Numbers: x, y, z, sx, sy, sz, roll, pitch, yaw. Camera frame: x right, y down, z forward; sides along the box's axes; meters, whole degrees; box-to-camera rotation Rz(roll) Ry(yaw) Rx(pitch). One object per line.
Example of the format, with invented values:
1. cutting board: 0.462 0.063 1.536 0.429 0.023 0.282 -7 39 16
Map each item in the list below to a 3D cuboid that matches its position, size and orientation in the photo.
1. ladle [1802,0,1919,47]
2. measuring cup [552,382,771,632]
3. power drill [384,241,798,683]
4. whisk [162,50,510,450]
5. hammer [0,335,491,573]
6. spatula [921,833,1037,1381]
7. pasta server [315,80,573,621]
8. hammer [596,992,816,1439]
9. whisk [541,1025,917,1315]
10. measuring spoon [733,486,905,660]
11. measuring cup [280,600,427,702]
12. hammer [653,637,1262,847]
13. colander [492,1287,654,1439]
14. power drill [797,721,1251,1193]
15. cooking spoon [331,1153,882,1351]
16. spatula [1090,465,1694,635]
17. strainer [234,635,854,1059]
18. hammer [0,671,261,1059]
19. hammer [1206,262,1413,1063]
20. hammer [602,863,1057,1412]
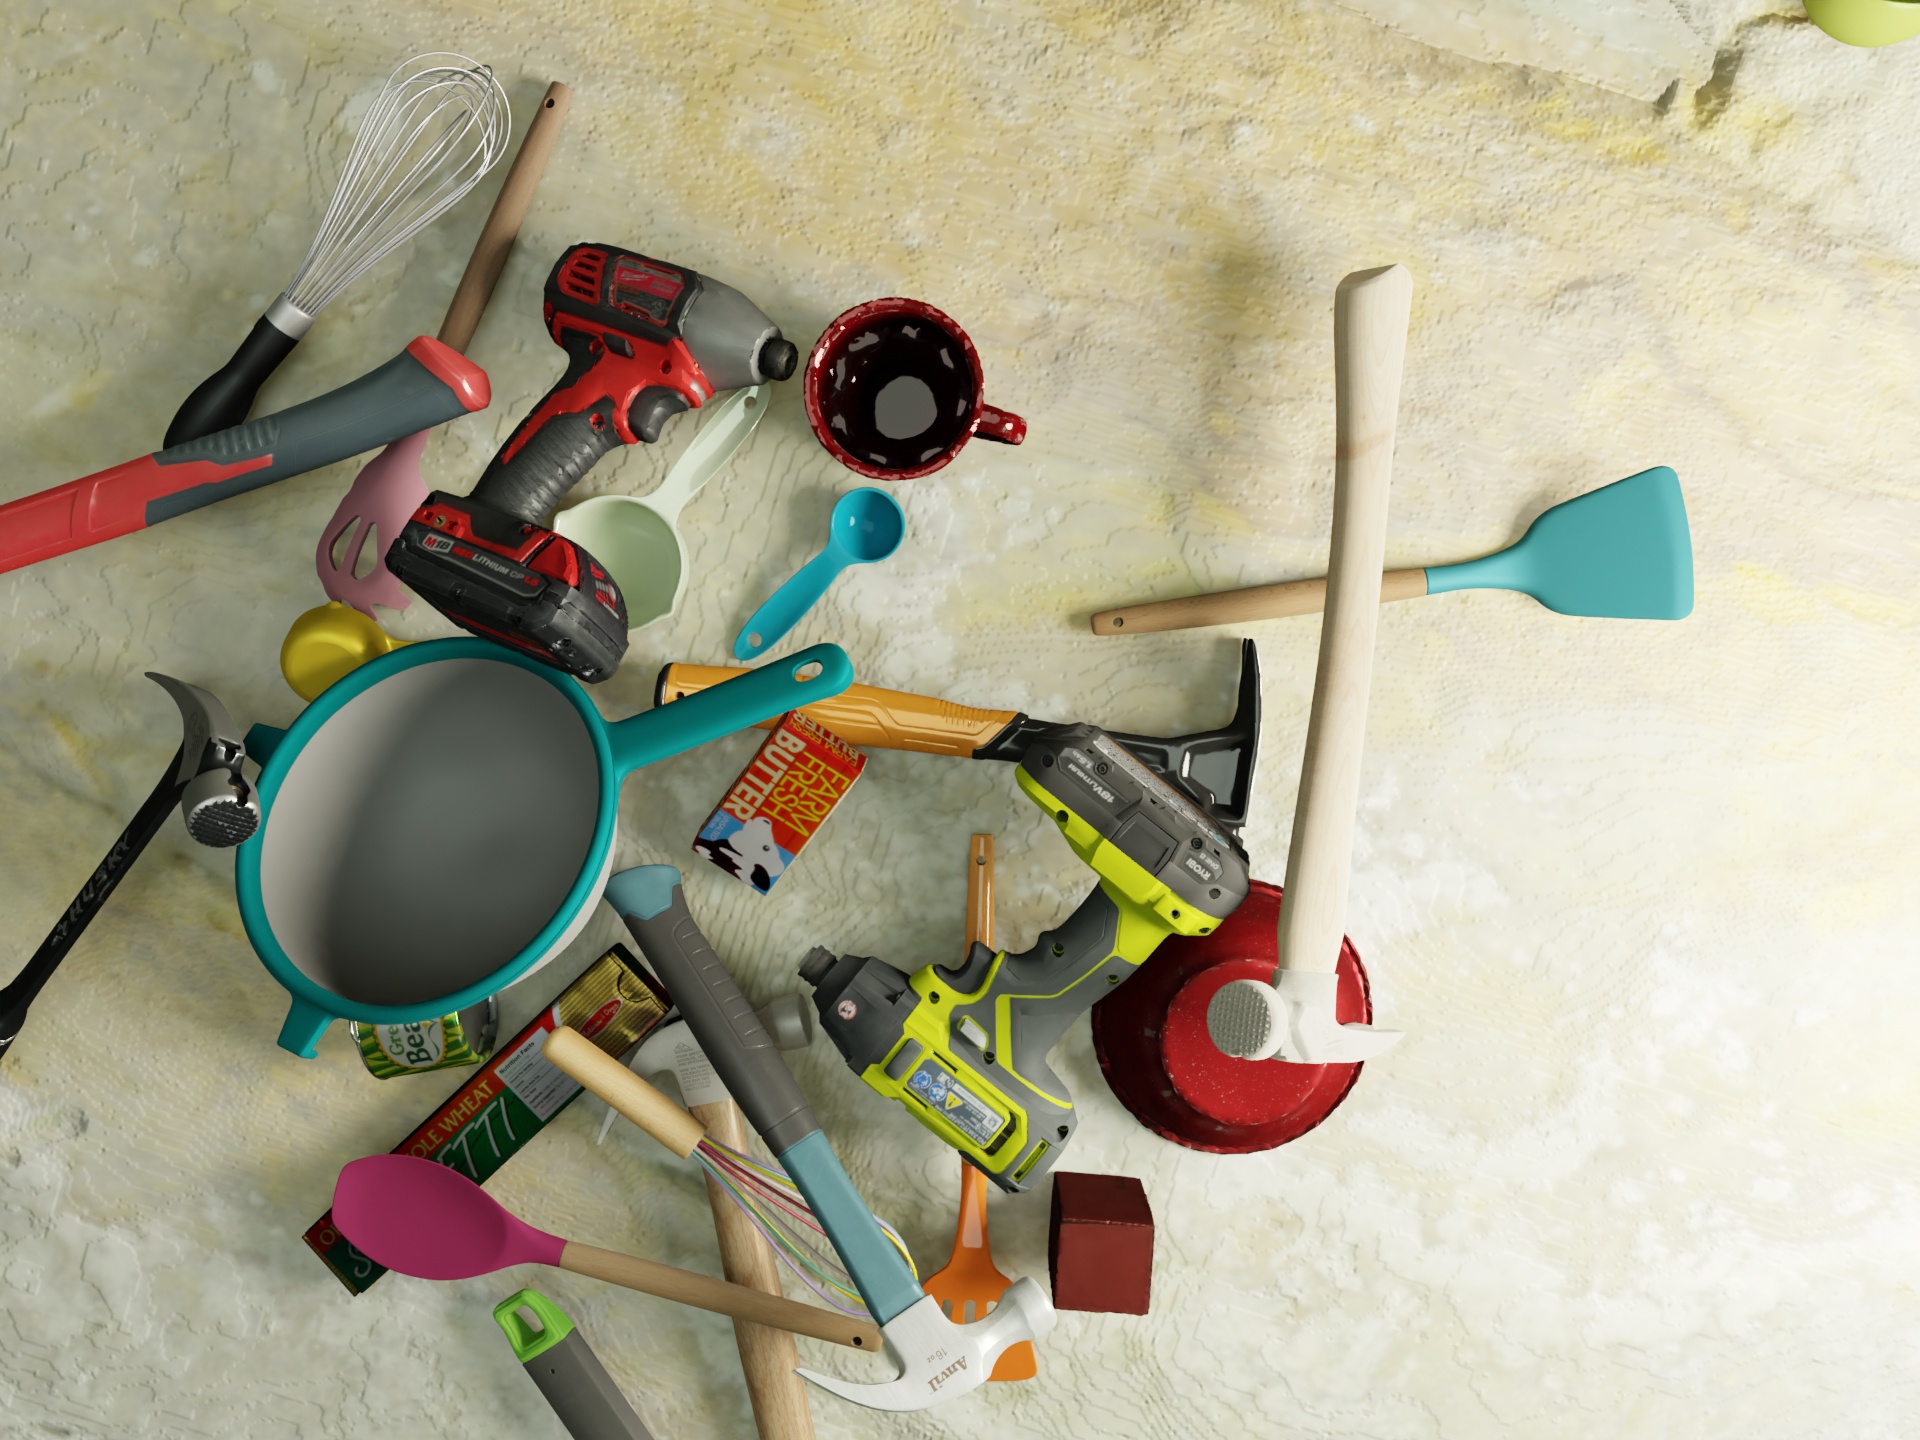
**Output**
1. ladle: 0.489 -0.509 0.824 0.078 0.062 0.320 6 92 1
2. measuring cup: -0.159 -0.120 0.881 0.083 0.038 0.167 40 92 -1
3. power drill: -0.184 -0.139 0.825 0.143 0.078 0.220 21 76 18
4. whisk: -0.346 -0.246 0.870 0.070 0.070 0.284 43 100 -2
5. hammer: -0.432 -0.111 0.864 0.386 0.038 0.143 -16 102 8
6. spatula: 0.008 0.226 0.910 0.081 0.041 0.322 2 90 2
7. pasta server: -0.282 -0.205 0.884 0.060 0.040 0.316 24 91 0
8. hammer: -0.121 0.328 0.915 0.130 0.031 0.331 -11 94 2
9. whisk: -0.125 0.242 0.872 0.245 0.047 0.051 35 54 3
10. measuring spoon: -0.081 -0.080 0.894 0.128 0.021 0.042 -43 93 13
11. measuring cup: -0.300 -0.030 0.888 0.156 0.029 0.062 4 119 -3
12. hammer: -0.001 -0.003 0.886 0.337 0.034 0.127 7 95 1
13. colander: -0.152 0.499 0.880 0.204 0.094 0.397 -36 90 18
14. power drill: 0.032 0.117 0.845 0.171 0.080 0.223 38 101 4
15. cooking spoon: -0.198 0.306 0.891 0.319 0.017 0.069 15 96 2
16. spatula: 0.230 -0.075 0.869 0.317 0.044 0.082 -8 92 3
17. strainer: -0.209 0.045 0.854 0.340 0.095 0.211 -21 64 1
18. hammer: -0.524 0.146 0.887 0.409 0.036 0.149 -49 47 12
19. hammer: 0.203 -0.031 0.824 0.038 0.146 0.411 2 82 42
20. hammer: -0.093 0.214 0.851 0.128 0.033 0.331 -30 74 -20
